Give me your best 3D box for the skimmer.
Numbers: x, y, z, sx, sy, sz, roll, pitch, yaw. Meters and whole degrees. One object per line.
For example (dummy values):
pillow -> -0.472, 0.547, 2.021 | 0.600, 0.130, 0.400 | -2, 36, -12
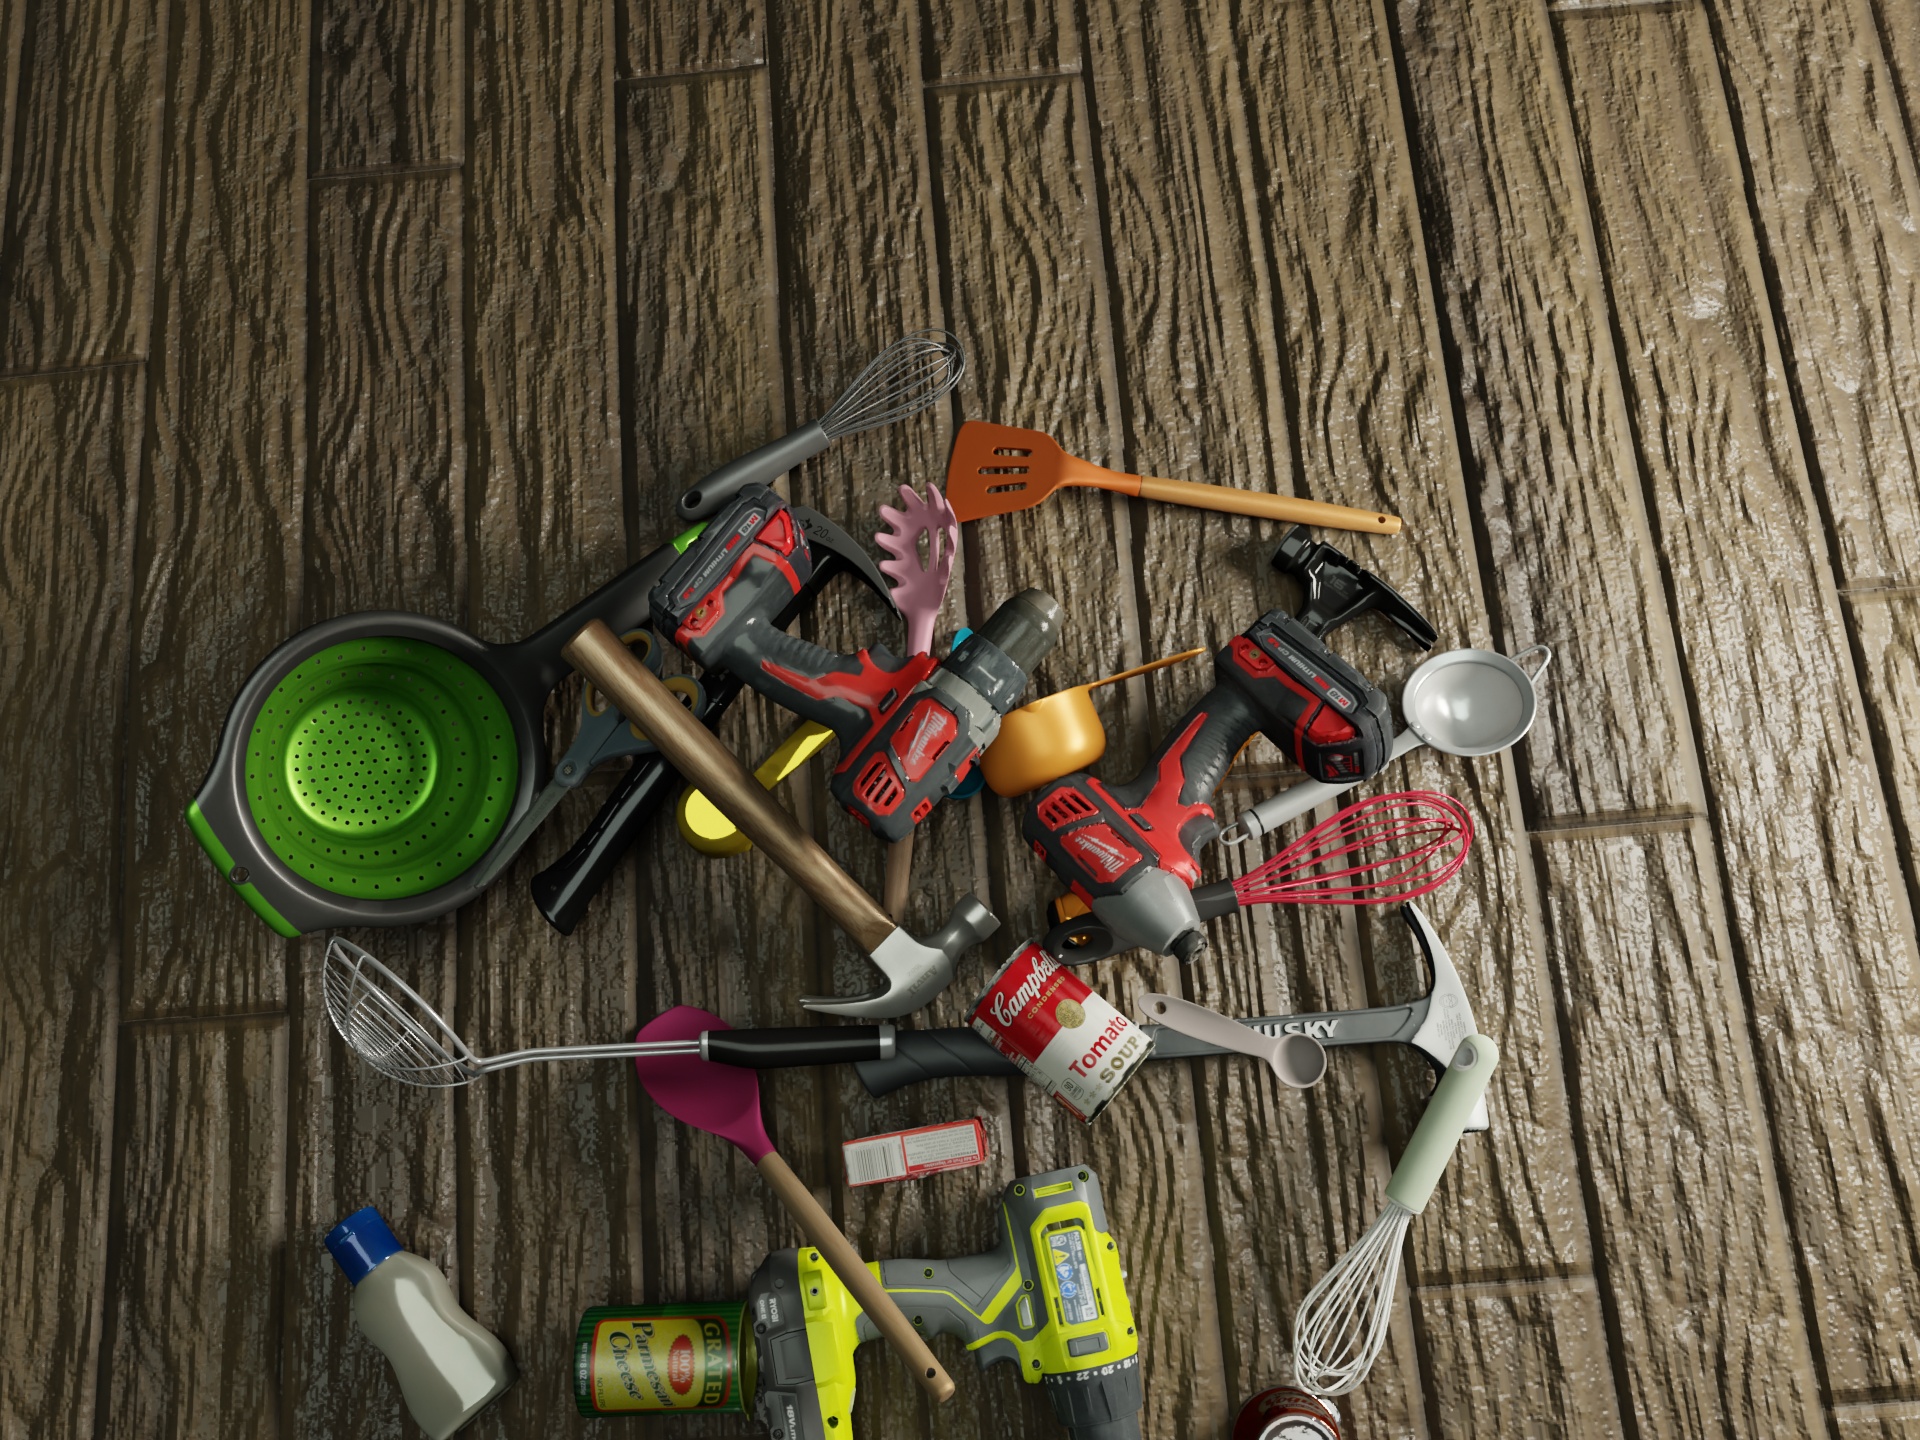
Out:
skimmer -> -0.224, 0.183, 1.022 | 0.363, 0.127, 0.090 | -1, 58, -4

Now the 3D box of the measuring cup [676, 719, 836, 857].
measuring cup -> -0.131, 0.032, 1.095 | 0.156, 0.029, 0.062 | -42, 78, -5

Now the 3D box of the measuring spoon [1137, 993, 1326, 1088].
measuring spoon -> 0.172, 0.201, 1.015 | 0.124, 0.018, 0.034 | 19, 74, 16

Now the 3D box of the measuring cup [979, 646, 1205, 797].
measuring cup -> 0.092, 0.002, 1.065 | 0.173, 0.095, 0.052 | -20, 85, -5

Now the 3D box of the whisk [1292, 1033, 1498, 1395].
whisk -> 0.270, 0.305, 0.982 | 0.059, 0.058, 0.246 | 27, 90, -31

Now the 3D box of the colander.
colander -> -0.331, -0.017, 1.090 | 0.397, 0.094, 0.204 | -40, 111, -25

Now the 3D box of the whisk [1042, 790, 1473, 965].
whisk -> 0.195, 0.109, 1.034 | 0.296, 0.073, 0.073 | -16, 76, -4

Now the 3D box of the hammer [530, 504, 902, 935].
hammer -> -0.176, 0.001, 1.081 | 0.146, 0.035, 0.335 | 29, 76, 23

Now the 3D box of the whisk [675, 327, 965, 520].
whisk -> -0.102, -0.211, 1.149 | 0.239, 0.055, 0.055 | -30, 77, 0

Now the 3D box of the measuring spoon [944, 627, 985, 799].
measuring spoon -> -0.002, -0.004, 1.109 | 0.042, 0.021, 0.129 | 9, 67, -12

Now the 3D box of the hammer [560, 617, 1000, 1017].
hammer -> -0.133, 0.064, 1.036 | 0.130, 0.031, 0.331 | -45, 95, -7

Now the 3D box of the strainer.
strainer -> 0.282, 0.022, 1.061 | 0.258, 0.050, 0.087 | -26, 53, -10

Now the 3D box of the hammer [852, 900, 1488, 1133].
hammer -> 0.129, 0.204, 1.038 | 0.409, 0.036, 0.149 | -4, 75, 2

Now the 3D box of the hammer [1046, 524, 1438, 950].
hammer -> 0.179, 0.028, 1.081 | 0.127, 0.034, 0.337 | 37, 81, 12

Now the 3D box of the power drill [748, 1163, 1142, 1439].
power drill -> -0.003, 0.391, 0.977 | 0.228, 0.080, 0.191 | -11, 75, -3

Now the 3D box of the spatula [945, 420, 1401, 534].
spatula -> 0.151, -0.161, 1.136 | 0.322, 0.041, 0.081 | 9, 76, 1

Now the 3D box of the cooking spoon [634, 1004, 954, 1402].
cooking spoon -> -0.106, 0.290, 0.981 | 0.069, 0.017, 0.319 | -32, 53, -22

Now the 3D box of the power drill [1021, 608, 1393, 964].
power drill -> 0.161, 0.046, 1.003 | 0.219, 0.078, 0.143 | -40, 59, -7

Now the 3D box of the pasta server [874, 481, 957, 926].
pasta server -> -0.037, -0.008, 1.098 | 0.060, 0.040, 0.316 | -1, 76, 27

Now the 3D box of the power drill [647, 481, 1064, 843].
power drill -> -0.064, -0.056, 1.021 | 0.227, 0.080, 0.188 | 39, 82, 12
